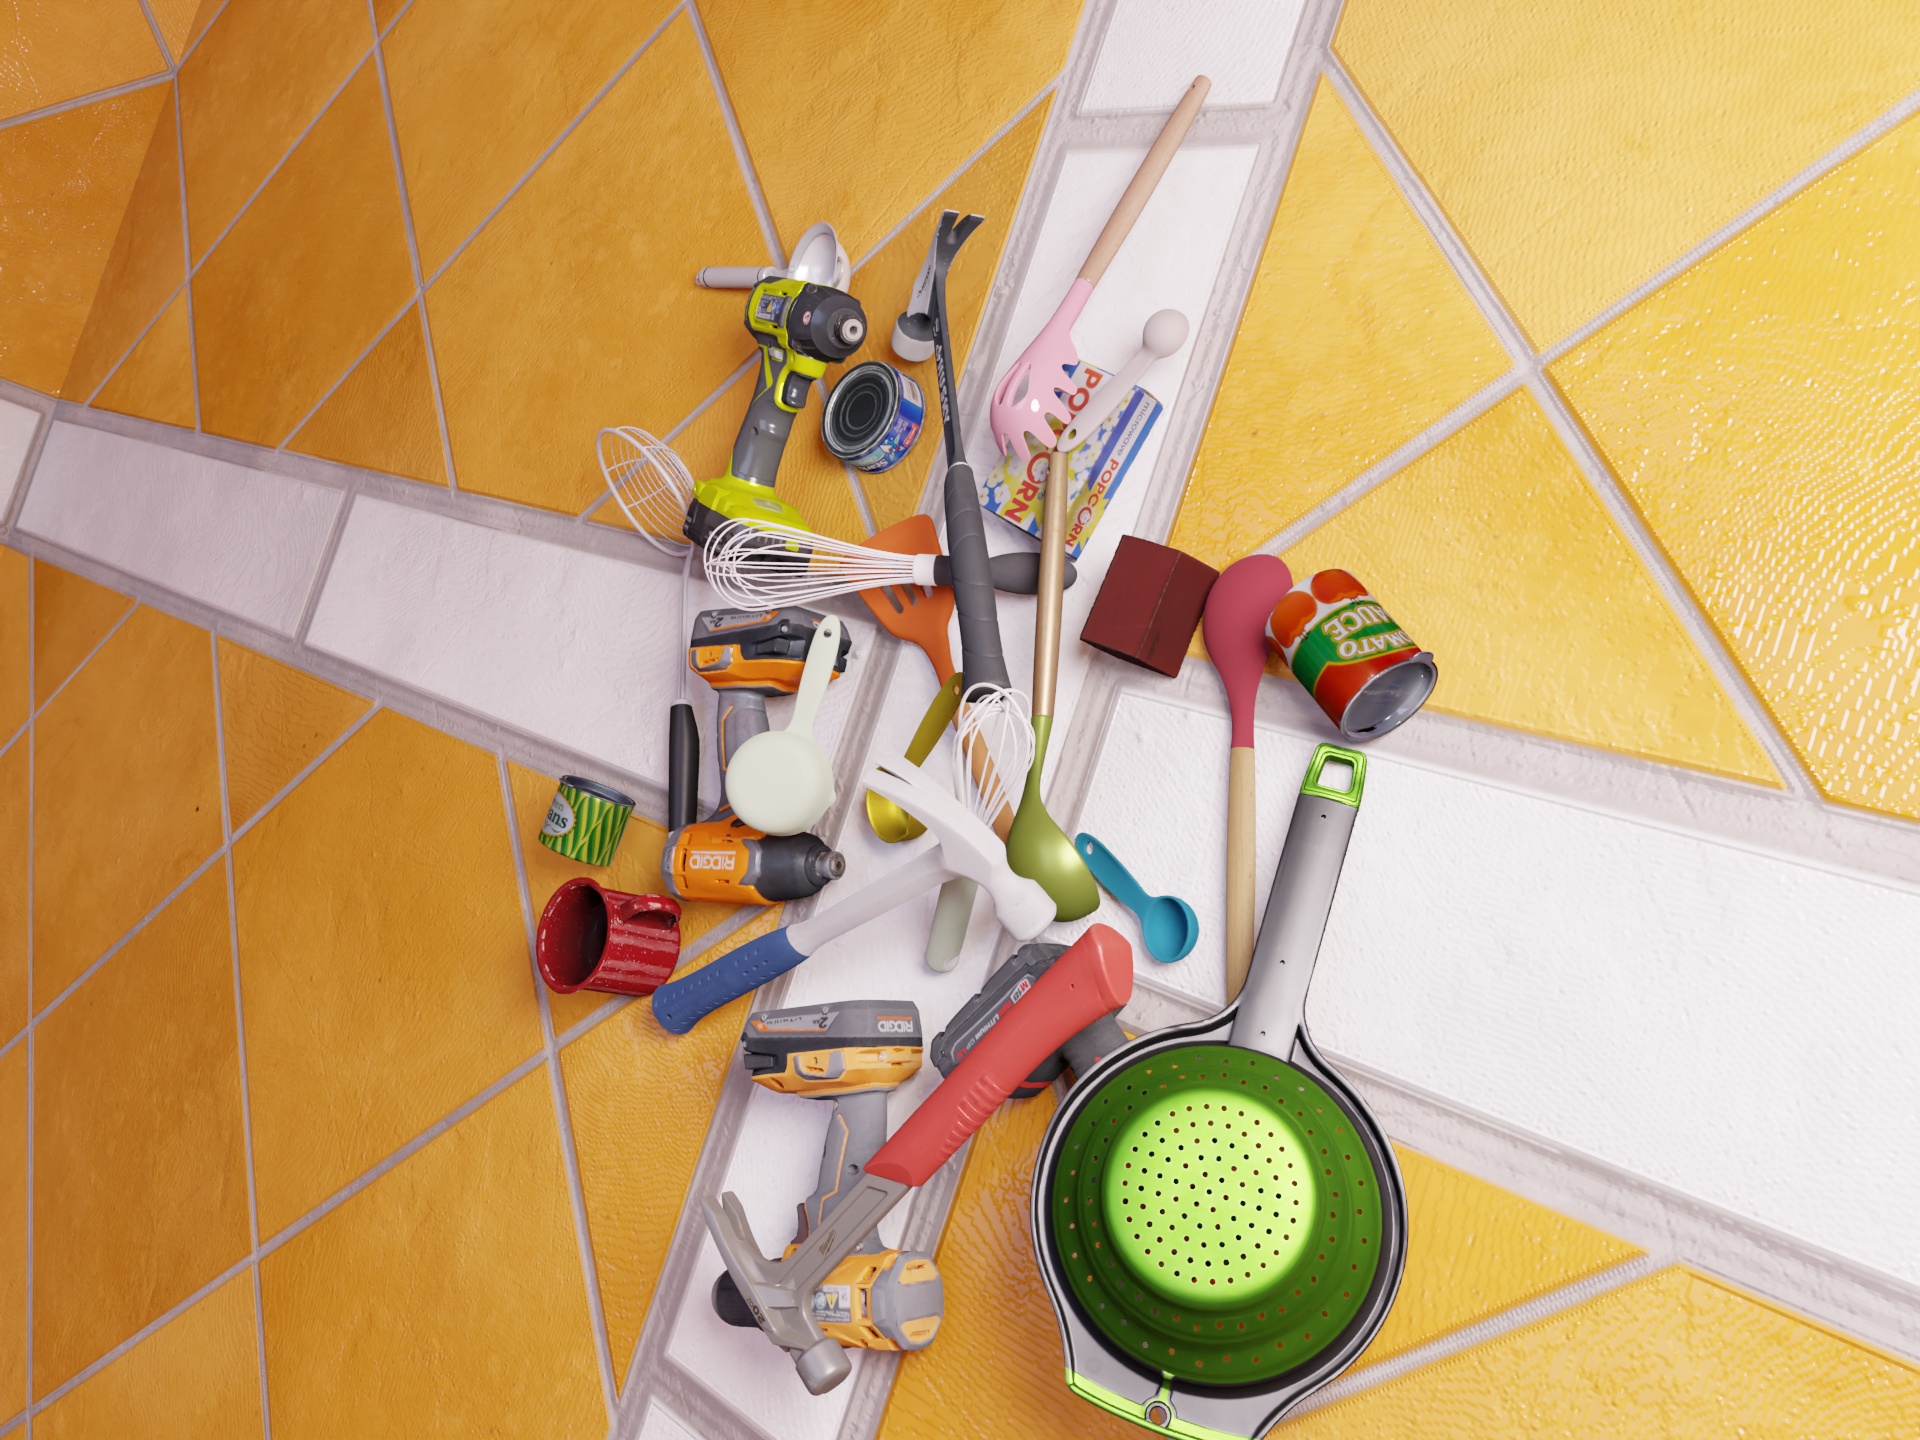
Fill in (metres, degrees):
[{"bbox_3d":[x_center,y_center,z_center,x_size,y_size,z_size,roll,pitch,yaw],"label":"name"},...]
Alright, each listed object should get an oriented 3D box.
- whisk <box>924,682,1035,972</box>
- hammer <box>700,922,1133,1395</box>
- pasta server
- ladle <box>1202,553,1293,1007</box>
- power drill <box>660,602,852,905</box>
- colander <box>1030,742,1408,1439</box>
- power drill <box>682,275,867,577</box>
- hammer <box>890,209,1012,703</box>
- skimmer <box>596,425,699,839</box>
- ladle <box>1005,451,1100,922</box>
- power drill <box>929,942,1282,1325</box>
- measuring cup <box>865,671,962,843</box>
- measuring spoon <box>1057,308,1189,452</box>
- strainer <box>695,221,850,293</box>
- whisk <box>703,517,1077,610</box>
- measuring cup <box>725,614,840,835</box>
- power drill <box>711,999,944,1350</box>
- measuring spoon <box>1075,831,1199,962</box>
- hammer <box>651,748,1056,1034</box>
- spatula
[{"bbox_3d":[0.006,0.077,1.037,0.059,0.058,0.246,37,133,28],"label":"whisk"},{"bbox_3d":[-0.025,0.249,0.978,0.359,0.036,0.149,-51,59,20],"label":"hammer"},{"bbox_3d":[0.104,-0.326,1.129,0.060,0.040,0.316,19,75,42],"label":"pasta server"},{"bbox_3d":[0.174,0.044,0.988,0.069,0.031,0.315,-11,71,47],"label":"ladle"},{"bbox_3d":[-0.146,0.029,1.223,0.164,0.084,0.226,-2,79,37],"label":"power drill"},{"bbox_3d":[0.159,0.180,0.860,0.204,0.094,0.397,14,71,17],"label":"colander"},{"bbox_3d":[-0.141,-0.235,1.259,0.171,0.080,0.223,34,110,58],"label":"power drill"},{"bbox_3d":[0.000,-0.183,1.109,0.149,0.036,0.409,117,153,-52],"label":"hammer"},{"bbox_3d":[-0.265,-0.073,1.345,0.127,0.090,0.363,140,130,-64],"label":"skimmer"},{"bbox_3d":[0.068,-0.026,1.062,0.078,0.062,0.320,137,138,-73],"label":"ladle"},{"bbox_3d":[0.082,0.255,0.967,0.143,0.078,0.220,-49,55,17],"label":"power drill"},{"bbox_3d":[-0.021,0.024,1.123,0.062,0.029,0.156,57,132,33],"label":"measuring cup"},{"bbox_3d":[0.106,-0.232,1.083,0.124,0.018,0.034,-47,51,14],"label":"measuring spoon"},{"bbox_3d":[-0.161,-0.389,1.392,0.259,0.050,0.087,18,99,47],"label":"strainer"},{"bbox_3d":[-0.055,-0.111,1.154,0.284,0.070,0.070,3,77,15],"label":"whisk"},{"bbox_3d":[-0.120,0.002,1.151,0.083,0.038,0.167,16,89,13],"label":"measuring cup"},{"bbox_3d":[-0.101,0.314,1.097,0.185,0.084,0.226,-15,72,36],"label":"power drill"},{"bbox_3d":[0.115,0.109,1.026,0.129,0.021,0.042,46,121,48],"label":"measuring spoon"},{"bbox_3d":[-0.109,0.145,1.109,0.405,0.144,0.035,-32,12,45],"label":"hammer"},{"bbox_3d":[-0.002,-0.004,1.137,0.081,0.041,0.323,-28,60,11],"label":"spatula"}]
